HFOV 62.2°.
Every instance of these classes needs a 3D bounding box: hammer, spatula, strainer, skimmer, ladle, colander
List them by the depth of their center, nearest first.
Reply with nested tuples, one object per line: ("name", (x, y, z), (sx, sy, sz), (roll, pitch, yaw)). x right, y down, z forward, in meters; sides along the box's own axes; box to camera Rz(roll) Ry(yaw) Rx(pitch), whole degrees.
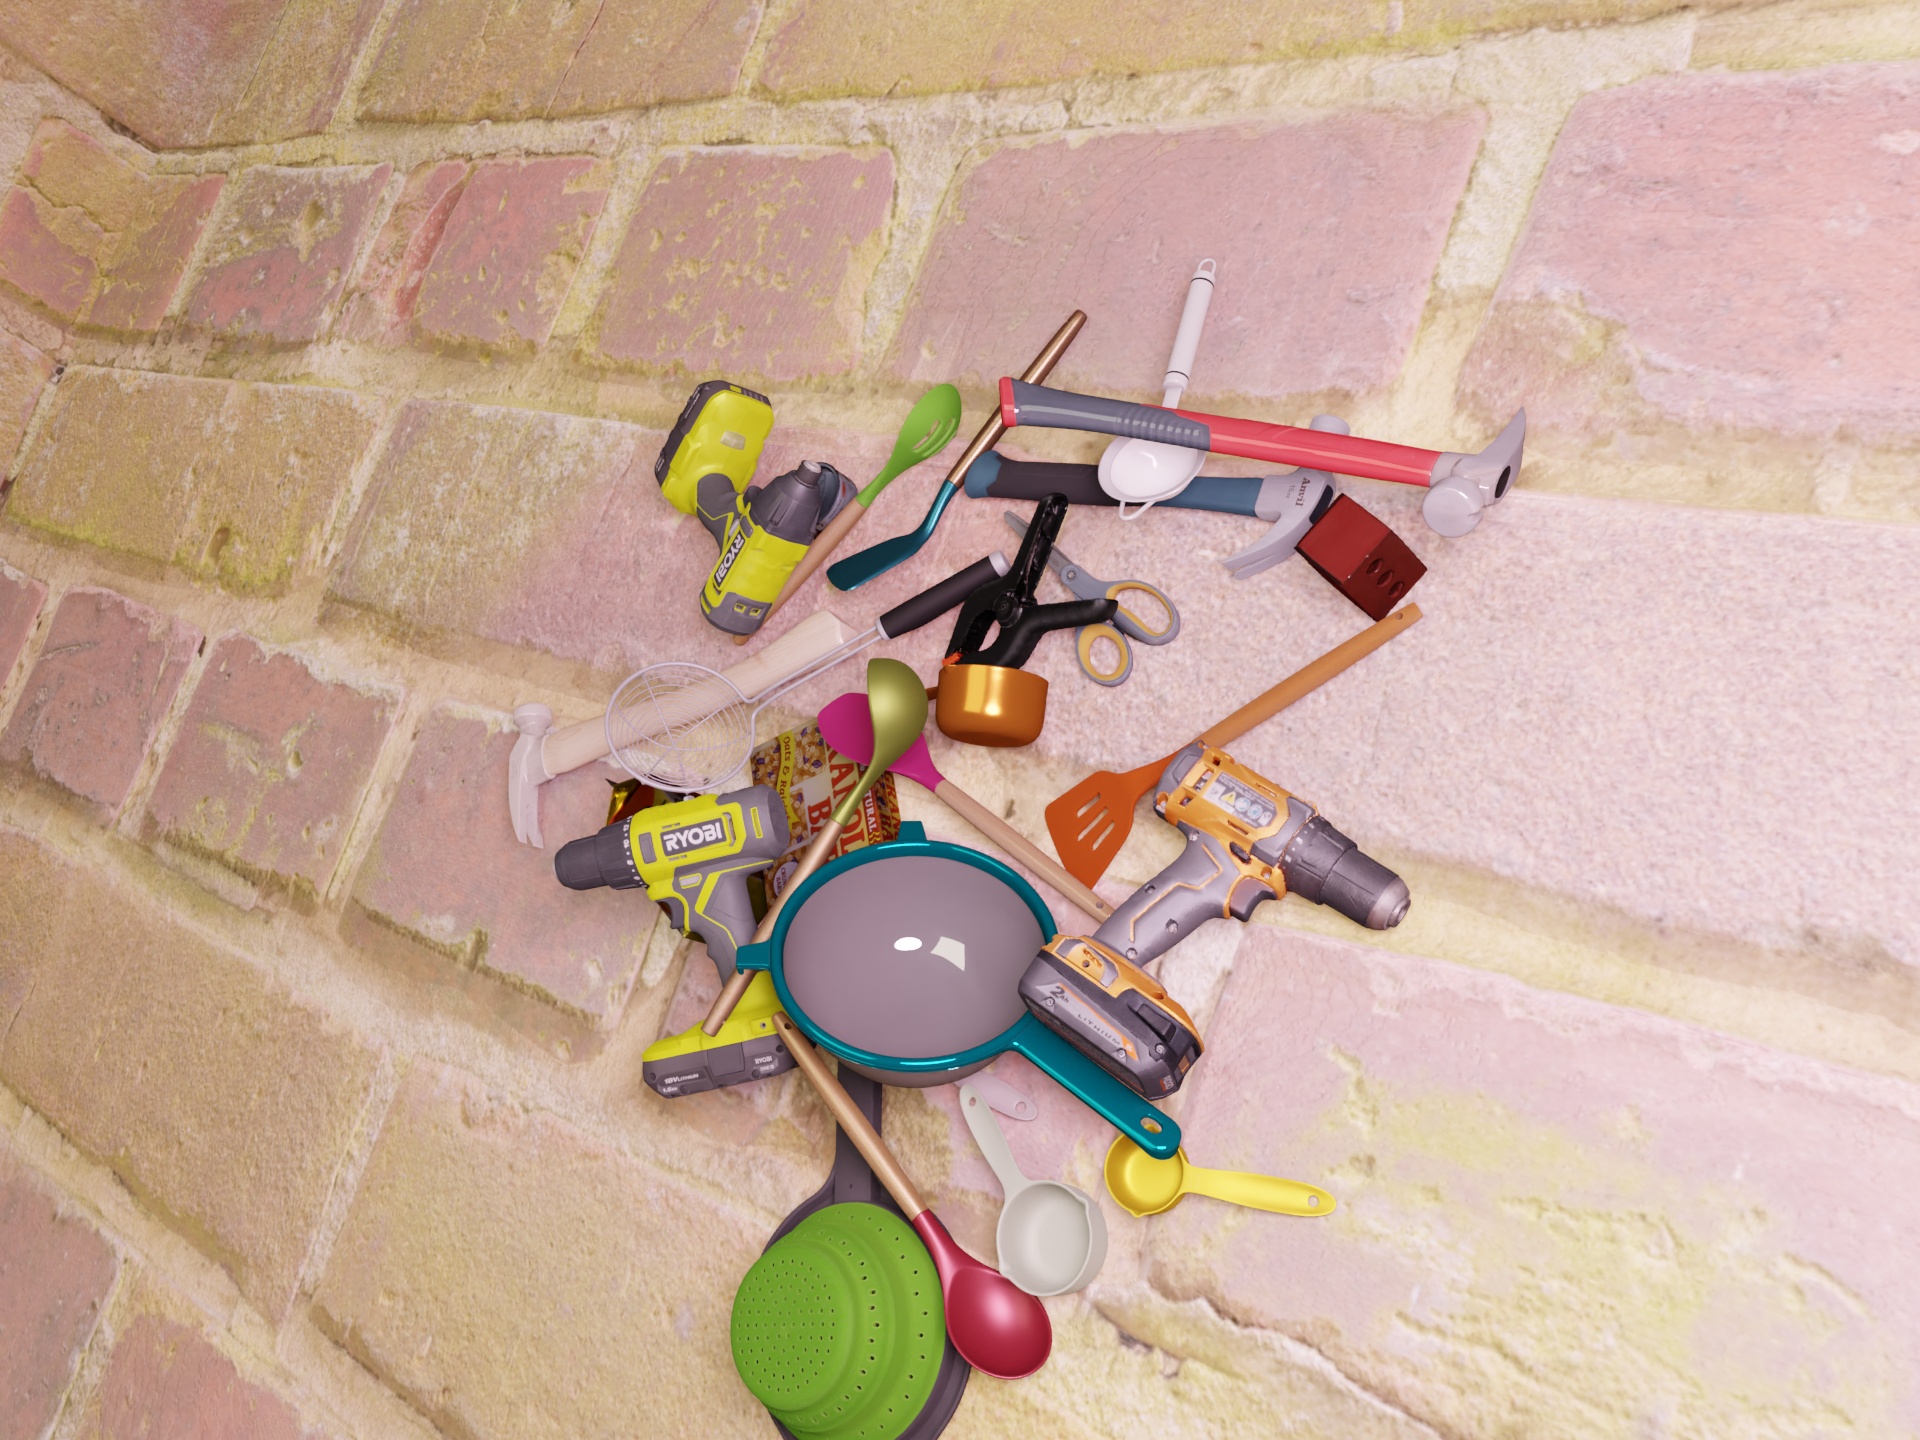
("ladle", (-0.045, 0.334, 1.142), (0.316, 0.069, 0.031), (50, 147, 22))
("hammer", (0.202, -0.211, 1.145), (0.386, 0.038, 0.143), (16, 40, 29))
("strainer", (0.014, 0.225, 1.147), (0.341, 0.095, 0.211), (33, 51, 28))
("spatula", (0.195, 0.011, 1.159), (0.322, 0.041, 0.081), (-34, 57, 15))
("colander", (-0.098, 0.361, 1.179), (0.204, 0.094, 0.397), (-14, 64, 31))
("ladle", (-0.119, 0.095, 1.225), (0.062, 0.078, 0.320), (29, 83, 16))
("strainer", (0.167, -0.254, 1.234), (0.087, 0.050, 0.259), (4, 67, 31))
("hammer", (0.141, -0.187, 1.270), (0.331, 0.033, 0.128), (11, 77, 38))
("skimmer", (-0.128, -0.055, 1.340), (0.363, 0.090, 0.127), (-29, 68, 13))
("spatula", (0.001, -0.232, 1.379), (0.317, 0.044, 0.082), (-52, 24, 5))
("hammer", (-0.267, -0.002, 1.483), (0.410, 0.038, 0.146), (-20, 63, 28))

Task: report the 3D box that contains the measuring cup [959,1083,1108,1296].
("measuring cup", (0.047, 0.329, 1.128), (0.083, 0.038, 0.168), (-44, 51, 13))

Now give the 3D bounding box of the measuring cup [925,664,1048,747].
("measuring cup", (-0.002, -0.004, 1.279), (0.173, 0.095, 0.052), (-11, 69, 52))

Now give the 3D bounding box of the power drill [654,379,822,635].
("power drill", (-0.198, -0.208, 1.455), (0.171, 0.080, 0.223), (-56, 41, 25))

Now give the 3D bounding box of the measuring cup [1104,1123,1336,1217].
("measuring cup", (0.173, 0.310, 1.059), (0.156, 0.029, 0.062), (4, 71, 24))

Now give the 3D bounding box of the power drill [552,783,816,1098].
("power drill", (-0.218, 0.178, 1.276), (0.190, 0.080, 0.228), (-14, 86, 8))

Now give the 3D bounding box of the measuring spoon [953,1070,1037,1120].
("measuring spoon", (0.009, 0.271, 1.194), (0.124, 0.018, 0.034), (22, 72, 32))

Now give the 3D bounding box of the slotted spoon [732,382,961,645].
("slotted spoon", (-0.104, -0.177, 1.431), (0.313, 0.070, 0.031), (-45, 67, 20))

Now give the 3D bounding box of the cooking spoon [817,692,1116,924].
("cooking spoon", (0.002, 0.066, 1.246), (0.069, 0.017, 0.319), (-36, 54, -26))

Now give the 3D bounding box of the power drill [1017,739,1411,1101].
("power drill", (0.170, 0.142, 1.061), (0.185, 0.084, 0.226), (32, 74, 27))
